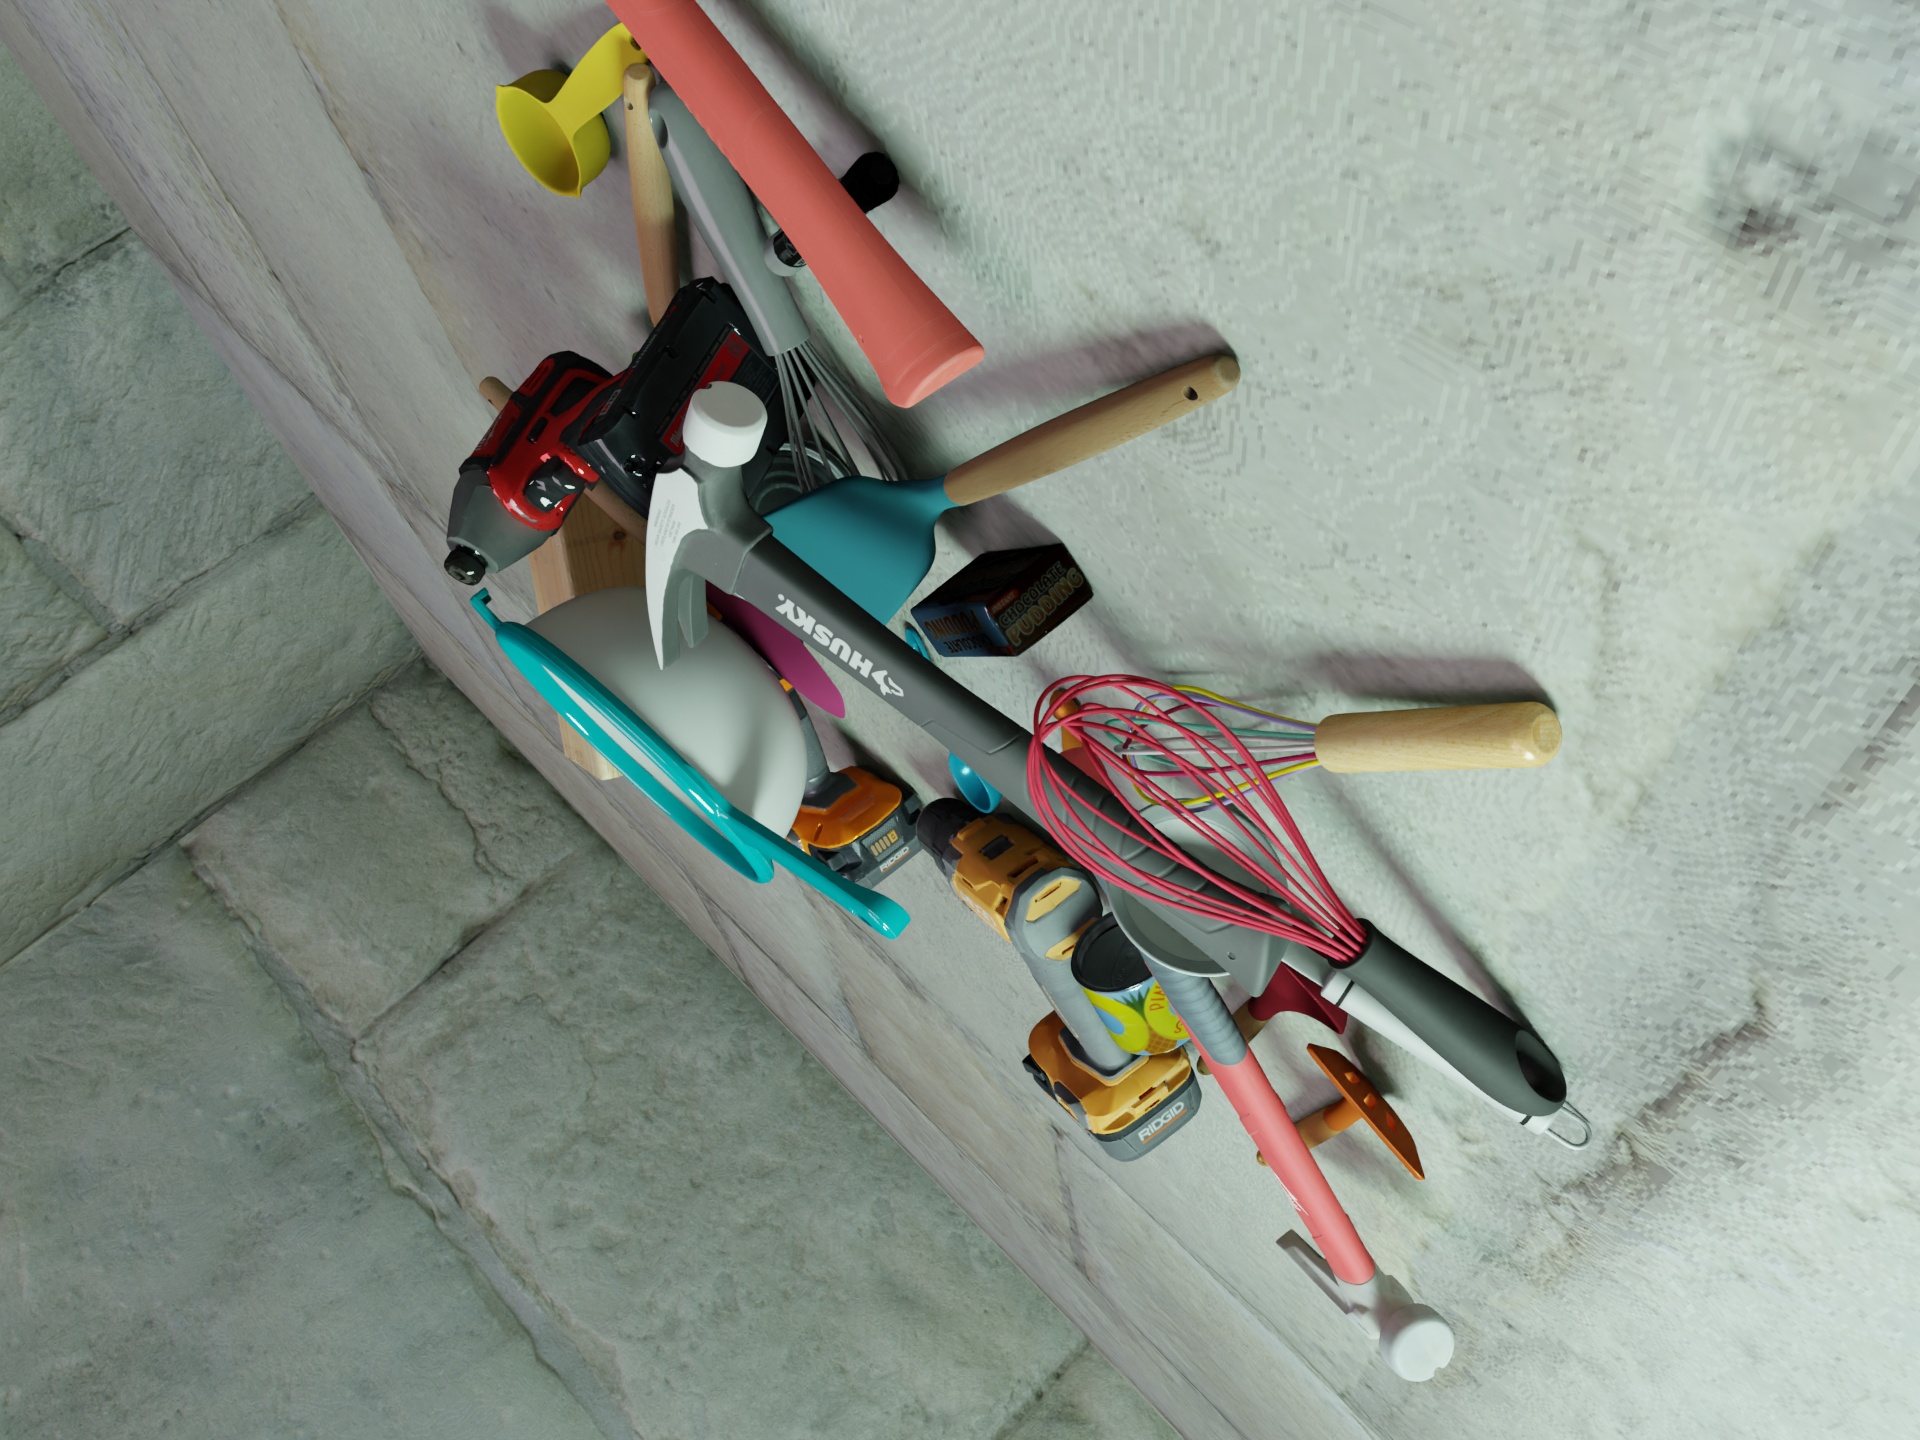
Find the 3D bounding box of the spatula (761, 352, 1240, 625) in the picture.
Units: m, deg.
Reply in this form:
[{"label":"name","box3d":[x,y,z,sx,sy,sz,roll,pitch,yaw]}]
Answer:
[{"label":"spatula","box3d":[0.006,-0.091,0.641,0.082,0.044,0.317,47,157,-16]}]

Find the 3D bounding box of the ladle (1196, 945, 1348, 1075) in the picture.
[{"label":"ladle","box3d":[0.161,0.166,0.879,0.069,0.031,0.315,50,165,16]}]

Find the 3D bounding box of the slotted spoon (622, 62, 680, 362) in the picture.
[{"label":"slotted spoon","box3d":[-0.155,-0.222,0.817,0.070,0.031,0.313,44,162,9]}]

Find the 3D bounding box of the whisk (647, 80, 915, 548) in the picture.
[{"label":"whisk","box3d":[-0.080,-0.174,0.724,0.055,0.055,0.238,22,144,55]}]

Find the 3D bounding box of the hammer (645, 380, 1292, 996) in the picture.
[{"label":"hammer","box3d":[0.000,0.005,0.682,0.335,0.035,0.146,37,137,7]}]

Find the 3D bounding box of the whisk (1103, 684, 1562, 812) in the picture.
[{"label":"whisk","box3d":[0.128,0.005,0.606,0.051,0.047,0.245,42,161,-19]}]

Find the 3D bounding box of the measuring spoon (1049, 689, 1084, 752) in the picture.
[{"label":"measuring spoon","box3d":[0.058,0.021,0.845,0.021,0.011,0.116,39,160,29]}]

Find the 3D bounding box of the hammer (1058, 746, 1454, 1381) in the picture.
[{"label":"hammer","box3d":[0.137,0.175,0.845,0.386,0.038,0.143,59,171,-18]}]

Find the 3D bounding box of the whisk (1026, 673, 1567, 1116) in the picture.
[{"label":"whisk","box3d":[0.137,0.077,0.613,0.295,0.073,0.073,36,167,-21]}]

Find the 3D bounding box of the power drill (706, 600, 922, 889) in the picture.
[{"label":"power drill","box3d":[-0.113,0.011,1.125,0.164,0.084,0.226,15,138,61]}]

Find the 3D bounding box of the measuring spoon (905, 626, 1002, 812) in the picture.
[{"label":"measuring spoon","box3d":[-0.001,-0.003,0.943,0.042,0.021,0.128,22,140,56]}]

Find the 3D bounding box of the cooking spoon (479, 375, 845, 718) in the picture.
[{"label":"cooking spoon","box3d":[-0.180,-0.107,0.940,0.319,0.017,0.068,42,161,17]}]

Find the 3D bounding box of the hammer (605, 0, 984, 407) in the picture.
[{"label":"hammer","box3d":[-0.111,-0.265,0.574,0.359,0.037,0.149,52,163,6]}]

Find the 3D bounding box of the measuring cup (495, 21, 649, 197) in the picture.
[{"label":"measuring cup","box3d":[-0.168,-0.291,0.733,0.156,0.029,0.062,-7,125,55]}]

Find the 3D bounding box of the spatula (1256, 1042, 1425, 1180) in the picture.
[{"label":"spatula","box3d":[0.200,0.234,0.902,0.081,0.041,0.322,50,165,16]}]

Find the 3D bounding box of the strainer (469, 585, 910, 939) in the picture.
[{"label":"strainer","box3d":[-0.118,0.013,0.878,0.341,0.095,0.210,27,159,43]}]

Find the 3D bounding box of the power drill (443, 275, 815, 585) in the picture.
[{"label":"power drill","box3d":[-0.185,-0.137,0.814,0.220,0.143,0.078,-2,143,48]}]

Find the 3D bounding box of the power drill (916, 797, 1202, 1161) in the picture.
[{"label":"power drill","box3d":[0.053,0.155,1.030,0.185,0.084,0.226,32,152,60]}]

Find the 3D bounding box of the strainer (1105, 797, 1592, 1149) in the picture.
[{"label":"strainer","box3d":[0.160,0.114,0.707,0.258,0.087,0.050,32,151,15]}]
